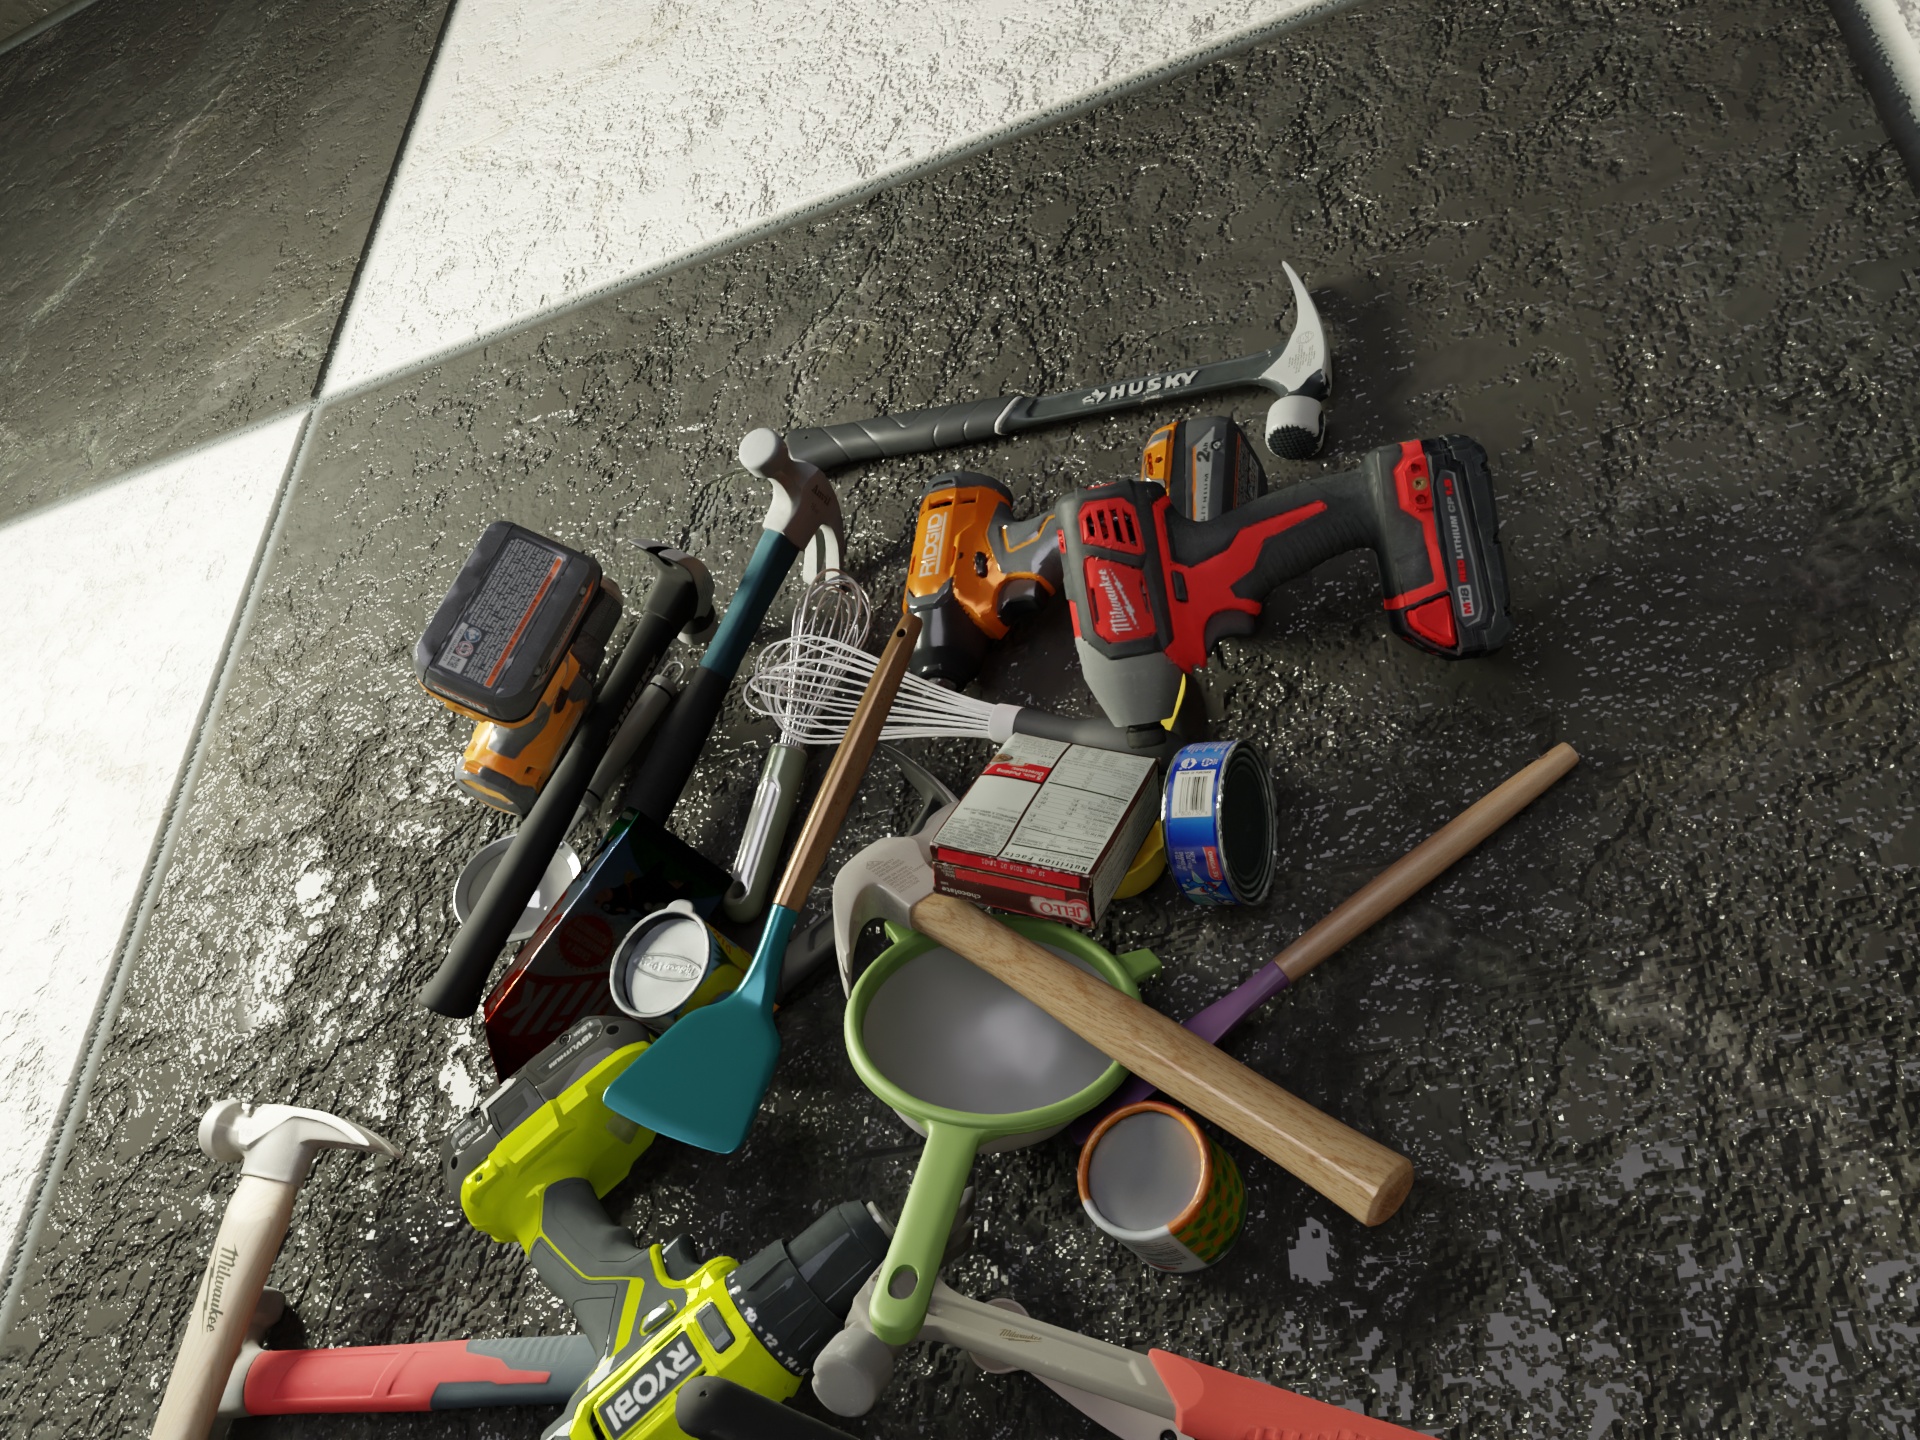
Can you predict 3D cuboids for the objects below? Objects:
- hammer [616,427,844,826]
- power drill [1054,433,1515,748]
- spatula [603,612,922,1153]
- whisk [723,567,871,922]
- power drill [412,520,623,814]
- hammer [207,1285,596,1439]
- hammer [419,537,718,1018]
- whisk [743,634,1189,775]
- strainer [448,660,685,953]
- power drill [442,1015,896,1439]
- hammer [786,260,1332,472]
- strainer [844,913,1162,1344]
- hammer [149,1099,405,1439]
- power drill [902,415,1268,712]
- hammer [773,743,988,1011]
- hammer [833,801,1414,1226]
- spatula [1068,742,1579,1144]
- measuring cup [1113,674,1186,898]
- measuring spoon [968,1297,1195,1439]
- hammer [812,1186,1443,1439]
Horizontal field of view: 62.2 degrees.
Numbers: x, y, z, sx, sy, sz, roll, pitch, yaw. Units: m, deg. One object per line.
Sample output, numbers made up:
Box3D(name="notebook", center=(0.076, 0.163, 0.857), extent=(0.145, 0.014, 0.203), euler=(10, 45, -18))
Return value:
Box3D(name="hammer", center=(-0.168, -0.019, 1.044), extent=(0.033, 0.128, 0.331), euler=(20, 80, 30))
Box3D(name="power drill", center=(0.166, -0.068, 0.837), extent=(0.219, 0.078, 0.143), euler=(-9, 92, 8))
Box3D(name="spatula", center=(-0.086, 0.076, 0.862), extent=(0.082, 0.044, 0.318), euler=(15, 71, 22))
Box3D(name="whisk", center=(-0.108, 0.013, 1.021), extent=(0.058, 0.059, 0.246), euler=(1, 64, 32))
Box3D(name="power drill", center=(-0.282, -0.050, 1.067), extent=(0.084, 0.226, 0.185), euler=(24, 68, 0))
Box3D(name="hammer", center=(-0.282, 0.377, 0.877), extent=(0.386, 0.038, 0.143), euler=(-12, 55, 23))
Box3D(name="hammer", center=(-0.247, 0.034, 1.013), extent=(0.035, 0.146, 0.335), euler=(23, 70, 8))
Box3D(name="whisk", center=(-0.001, -0.004, 0.926), extent=(0.285, 0.070, 0.070), euler=(10, 64, 24))
Box3D(name="strainer", center=(-0.258, 0.061, 1.080), extent=(0.087, 0.050, 0.258), euler=(21, 64, 21))
Box3D(name="power drill", center=(-0.153, 0.260, 0.810), extent=(0.190, 0.080, 0.229), euler=(-40, 49, -8))
Box3D(name="hammer", center=(0.053, -0.218, 1.093), extent=(0.409, 0.036, 0.149), euler=(-4, 56, 28))
Box3D(name="strainer", center=(0.005, 0.201, 0.771), extent=(0.151, 0.069, 0.256), euler=(6, 36, 14))
Box3D(name="hammer", center=(-0.439, 0.422, 0.892), extent=(0.146, 0.038, 0.411), euler=(-1, 62, 28))
Box3D(name="power drill", center=(0.066, -0.090, 0.970), extent=(0.226, 0.084, 0.164), euler=(-9, 57, 30))
Box3D(name="hammer", center=(-0.127, 0.159, 0.939), extent=(0.337, 0.034, 0.127), euler=(-41, 49, -1))
Box3D(name="hammer", center=(0.063, 0.141, 0.766), extent=(0.332, 0.031, 0.130), euler=(28, 44, 37))
Box3D(name="spatula", center=(0.180, 0.110, 0.795), extent=(0.316, 0.018, 0.060), euler=(-37, 3, -1))
Box3D(name="measuring cup", center=(0.104, 0.035, 0.902), extent=(0.062, 0.029, 0.157), euler=(5, 50, 28))
Box3D(name="measuring spoon", center=(0.057, 0.312, 0.743), extent=(0.124, 0.018, 0.034), euler=(21, 69, 31))
Box3D(name="hammer", center=(0.125, 0.290, 0.674), extent=(0.359, 0.149, 0.036), euler=(9, 107, 24))
